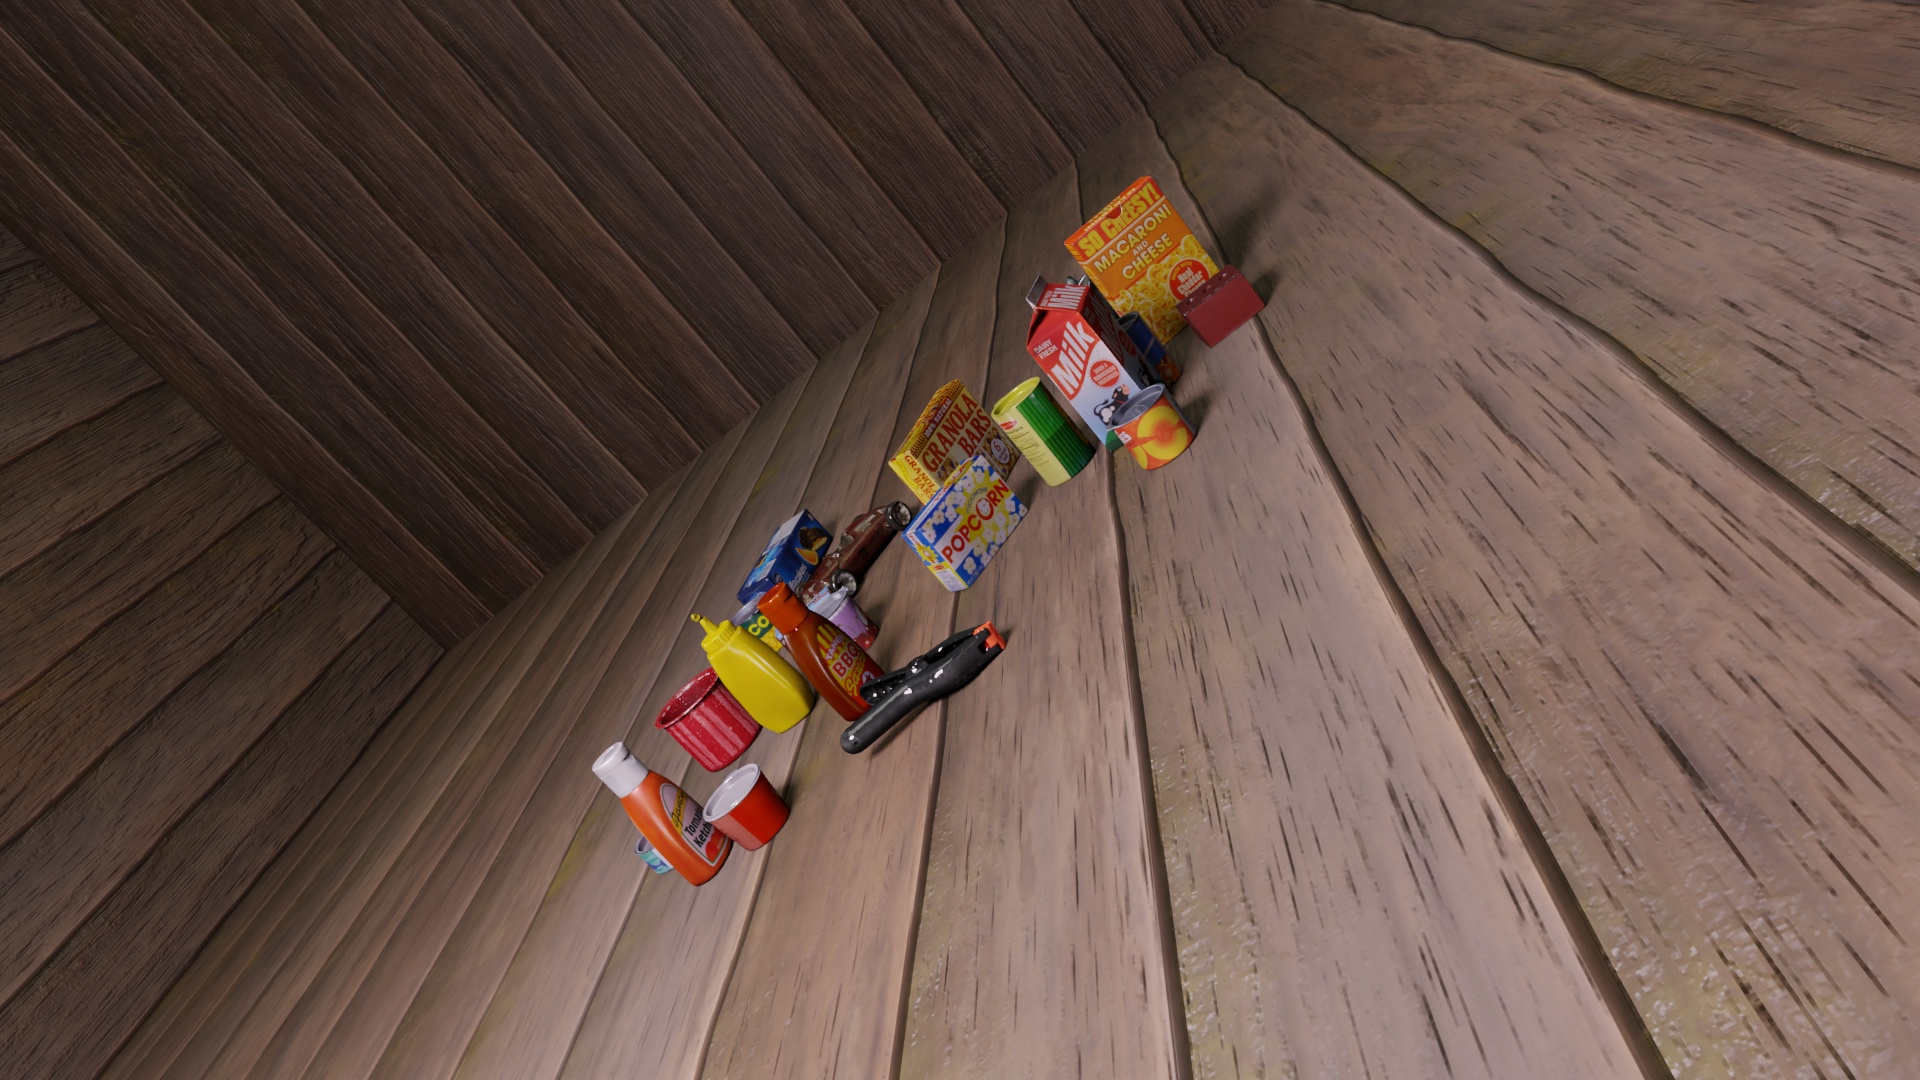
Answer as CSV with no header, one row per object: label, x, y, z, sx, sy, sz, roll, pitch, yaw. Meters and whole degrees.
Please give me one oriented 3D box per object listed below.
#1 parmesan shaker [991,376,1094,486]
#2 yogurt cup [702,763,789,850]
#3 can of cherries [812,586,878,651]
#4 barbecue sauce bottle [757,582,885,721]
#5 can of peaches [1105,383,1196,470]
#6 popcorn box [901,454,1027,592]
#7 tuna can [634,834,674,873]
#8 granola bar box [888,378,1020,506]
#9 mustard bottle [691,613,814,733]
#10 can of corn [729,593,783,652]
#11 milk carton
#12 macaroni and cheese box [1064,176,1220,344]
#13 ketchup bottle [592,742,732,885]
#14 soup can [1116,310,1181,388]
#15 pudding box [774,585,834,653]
parmesan shaker,0.089,-0.118,1.512,0.071,0.103,0.071,-37,17,13
yogurt cup,-0.195,0.249,1.284,0.072,0.054,0.072,-37,17,13
can of cherries,-0.130,0.095,1.524,0.071,0.058,0.072,-37,17,13
barbecue sauce bottle,-0.137,0.105,1.357,0.043,0.148,0.065,-26,22,40
can of peaches,0.187,-0.109,1.359,0.071,0.058,0.071,-37,17,13
popcorn box,0.005,-0.018,1.474,0.038,0.085,0.127,-18,28,52
tuna can,-0.294,0.301,1.402,0.071,0.033,0.071,-36,17,13
granola bar box,-0.005,-0.095,1.622,0.039,0.124,0.166,-28,21,37
mustard bottle,-0.224,0.131,1.461,0.065,0.160,0.049,-36,17,17
can of corn,-0.250,0.110,1.745,0.071,0.058,0.071,-37,17,13
milk carton,0.134,-0.194,1.456,0.073,0.190,0.073,-31,19,30
macaroni and cheese box,0.222,-0.326,1.642,0.124,0.166,0.040,-41,16,-1
ketchup bottle,-0.279,0.251,1.294,0.043,0.148,0.065,-34,18,23
soup can,0.191,-0.198,1.528,0.071,0.083,0.071,-37,17,13
pudding box,-0.170,0.099,1.616,0.084,0.049,0.030,-40,17,1
